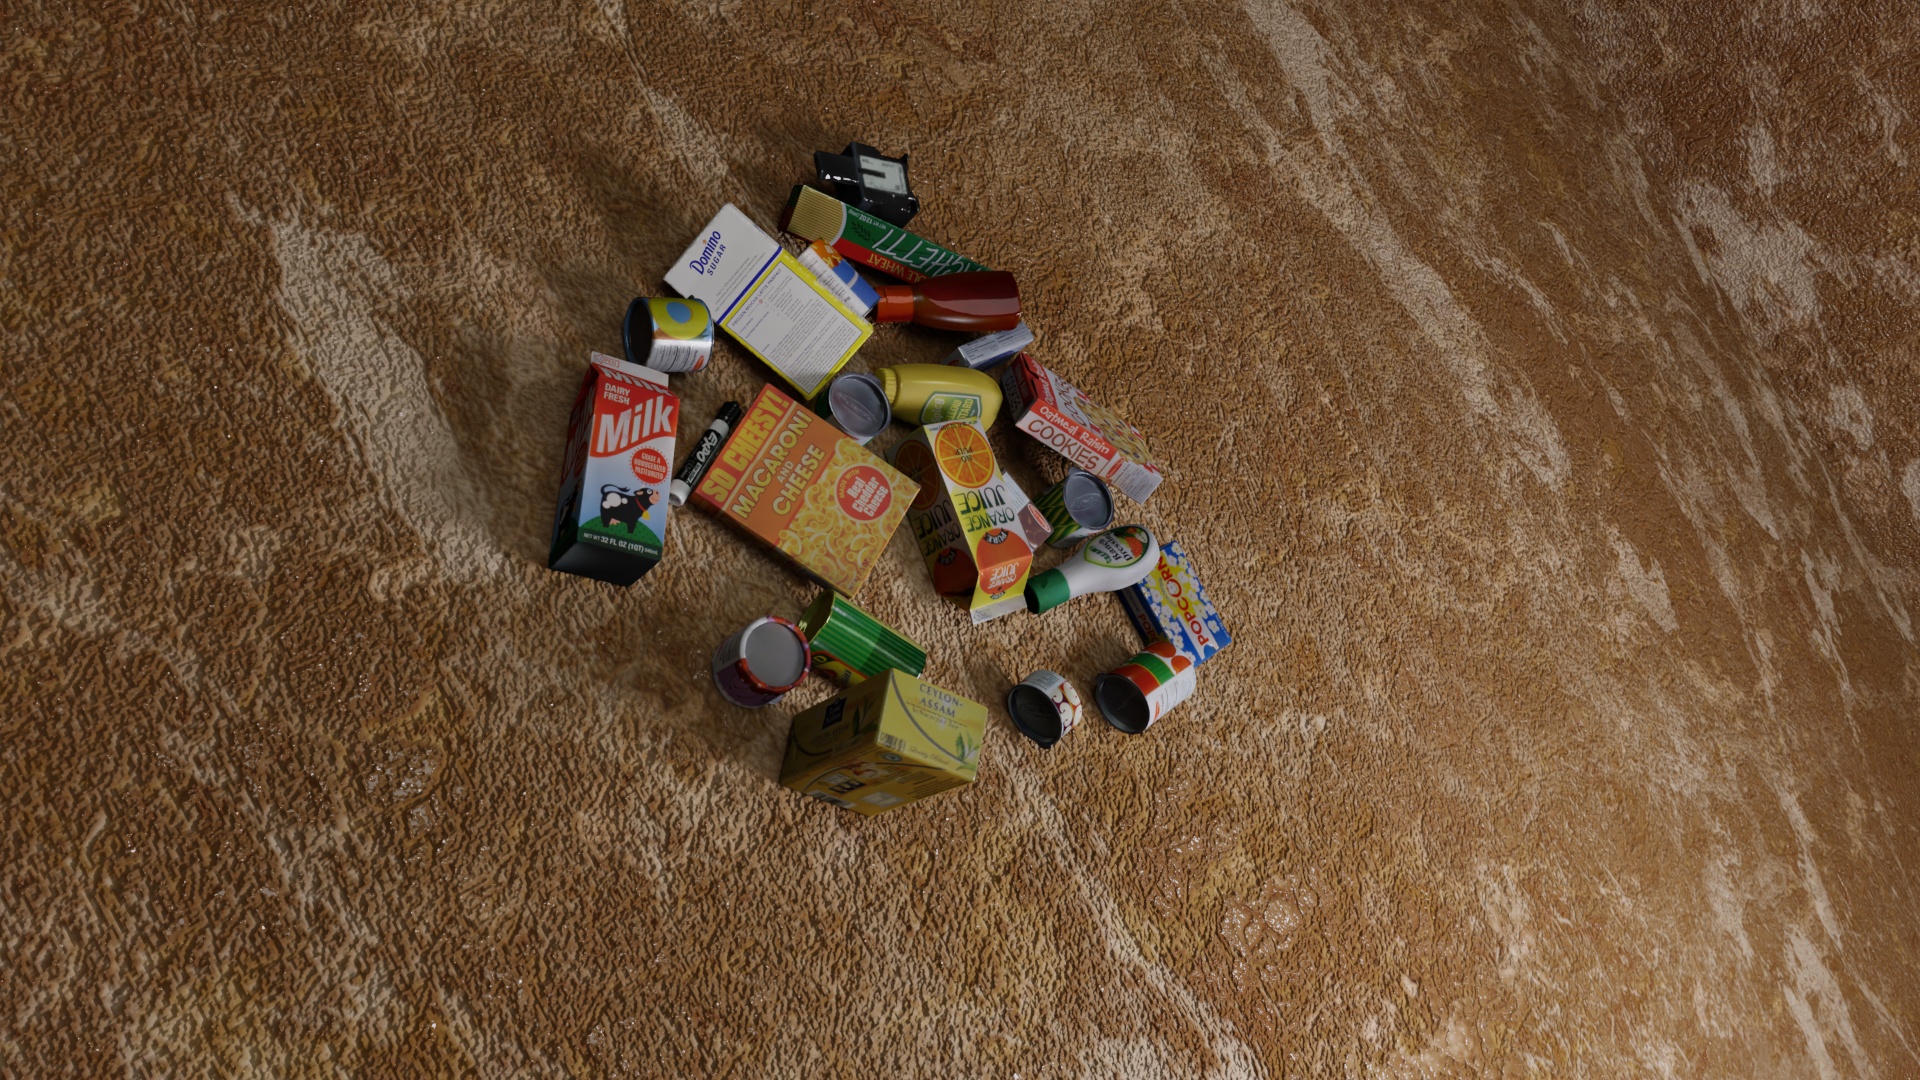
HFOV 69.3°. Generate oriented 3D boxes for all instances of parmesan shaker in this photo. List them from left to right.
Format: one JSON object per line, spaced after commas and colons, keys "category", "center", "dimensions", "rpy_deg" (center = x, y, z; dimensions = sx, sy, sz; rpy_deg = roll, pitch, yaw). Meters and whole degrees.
{"category": "parmesan shaker", "center": [-0.088, 0.096, 1.220], "dimensions": [0.103, 0.071, 0.072], "rpy_deg": [34, 54, -19]}

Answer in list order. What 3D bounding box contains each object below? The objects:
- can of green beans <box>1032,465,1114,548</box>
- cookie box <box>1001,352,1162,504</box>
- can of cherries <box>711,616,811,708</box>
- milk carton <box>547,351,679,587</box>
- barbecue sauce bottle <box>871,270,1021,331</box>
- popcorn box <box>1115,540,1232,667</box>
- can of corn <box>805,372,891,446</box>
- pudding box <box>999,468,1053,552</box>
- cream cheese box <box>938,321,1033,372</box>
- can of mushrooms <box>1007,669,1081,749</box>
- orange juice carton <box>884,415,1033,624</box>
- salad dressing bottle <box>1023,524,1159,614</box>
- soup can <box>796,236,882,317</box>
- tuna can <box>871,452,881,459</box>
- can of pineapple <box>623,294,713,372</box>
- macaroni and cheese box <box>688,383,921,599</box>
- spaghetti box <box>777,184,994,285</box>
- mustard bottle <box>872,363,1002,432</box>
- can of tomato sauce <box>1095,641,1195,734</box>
{"category": "can of green beans", "center": [0.115, -0.032, 1.431], "dimensions": [0.071, 0.057, 0.071], "rpy_deg": [15, 62, -30]}
{"category": "cookie box", "center": [0.125, -0.119, 1.451], "dimensions": [0.167, 0.040, 0.123], "rpy_deg": [31, 22, -21]}
{"category": "can of cherries", "center": [-0.165, 0.104, 1.170], "dimensions": [0.071, 0.058, 0.072], "rpy_deg": [15, 62, -30]}
{"category": "milk carton", "center": [-0.284, -0.066, 1.151], "dimensions": [0.072, 0.073, 0.191], "rpy_deg": [17, 61, -29]}
{"category": "barbecue sauce bottle", "center": [-0.016, -0.243, 1.413], "dimensions": [0.149, 0.043, 0.065], "rpy_deg": [-4, 62, -15]}
{"category": "popcorn box", "center": [0.223, 0.073, 1.475], "dimensions": [0.085, 0.038, 0.126], "rpy_deg": [-26, 86, -41]}
{"category": "can of corn", "center": [-0.107, -0.119, 1.311], "dimensions": [0.071, 0.058, 0.071], "rpy_deg": [15, 62, -30]}
{"category": "pudding box", "center": [0.049, -0.025, 1.399], "dimensions": [0.083, 0.030, 0.050], "rpy_deg": [50, 49, -7]}
{"category": "cream cheese box", "center": [0.025, -0.193, 1.442], "dimensions": [0.104, 0.053, 0.024], "rpy_deg": [-28, 86, -40]}
{"category": "can of mushrooms", "center": [0.080, 0.160, 1.317], "dimensions": [0.033, 0.070, 0.071], "rpy_deg": [-34, 91, -41]}
{"category": "orange juice carton", "center": [0.005, -0.017, 1.336], "dimensions": [0.072, 0.072, 0.193], "rpy_deg": [-14, 79, -39]}
{"category": "salad dressing bottle", "center": [0.130, 0.031, 1.402], "dimensions": [0.148, 0.043, 0.064], "rpy_deg": [-24, 51, -23]}
{"category": "soup can", "center": [-0.128, -0.243, 1.348], "dimensions": [0.083, 0.071, 0.072], "rpy_deg": [45, 51, -10]}
{"category": "tuna can", "center": [-0.095, -0.049, 1.305], "dimensions": [0.071, 0.032, 0.071], "rpy_deg": [15, 62, -30]}
{"category": "can of pineapple", "center": [-0.259, -0.183, 1.227], "dimensions": [0.058, 0.070, 0.071], "rpy_deg": [-4, 73, -37]}
{"category": "macaroni and cheese box", "center": [-0.138, -0.042, 1.238], "dimensions": [0.166, 0.040, 0.124], "rpy_deg": [34, 70, -11]}
{"category": "spaghetti box", "center": [-0.064, -0.294, 1.425], "dimensions": [0.250, 0.029, 0.050], "rpy_deg": [19, 95, -28]}
{"category": "mustard bottle", "center": [-0.039, -0.143, 1.368], "dimensions": [0.160, 0.065, 0.049], "rpy_deg": [5, 38, -29]}
{"category": "can of tomato sauce", "center": [0.186, 0.146, 1.399], "dimensions": [0.083, 0.071, 0.071], "rpy_deg": [-28, 88, -41]}
